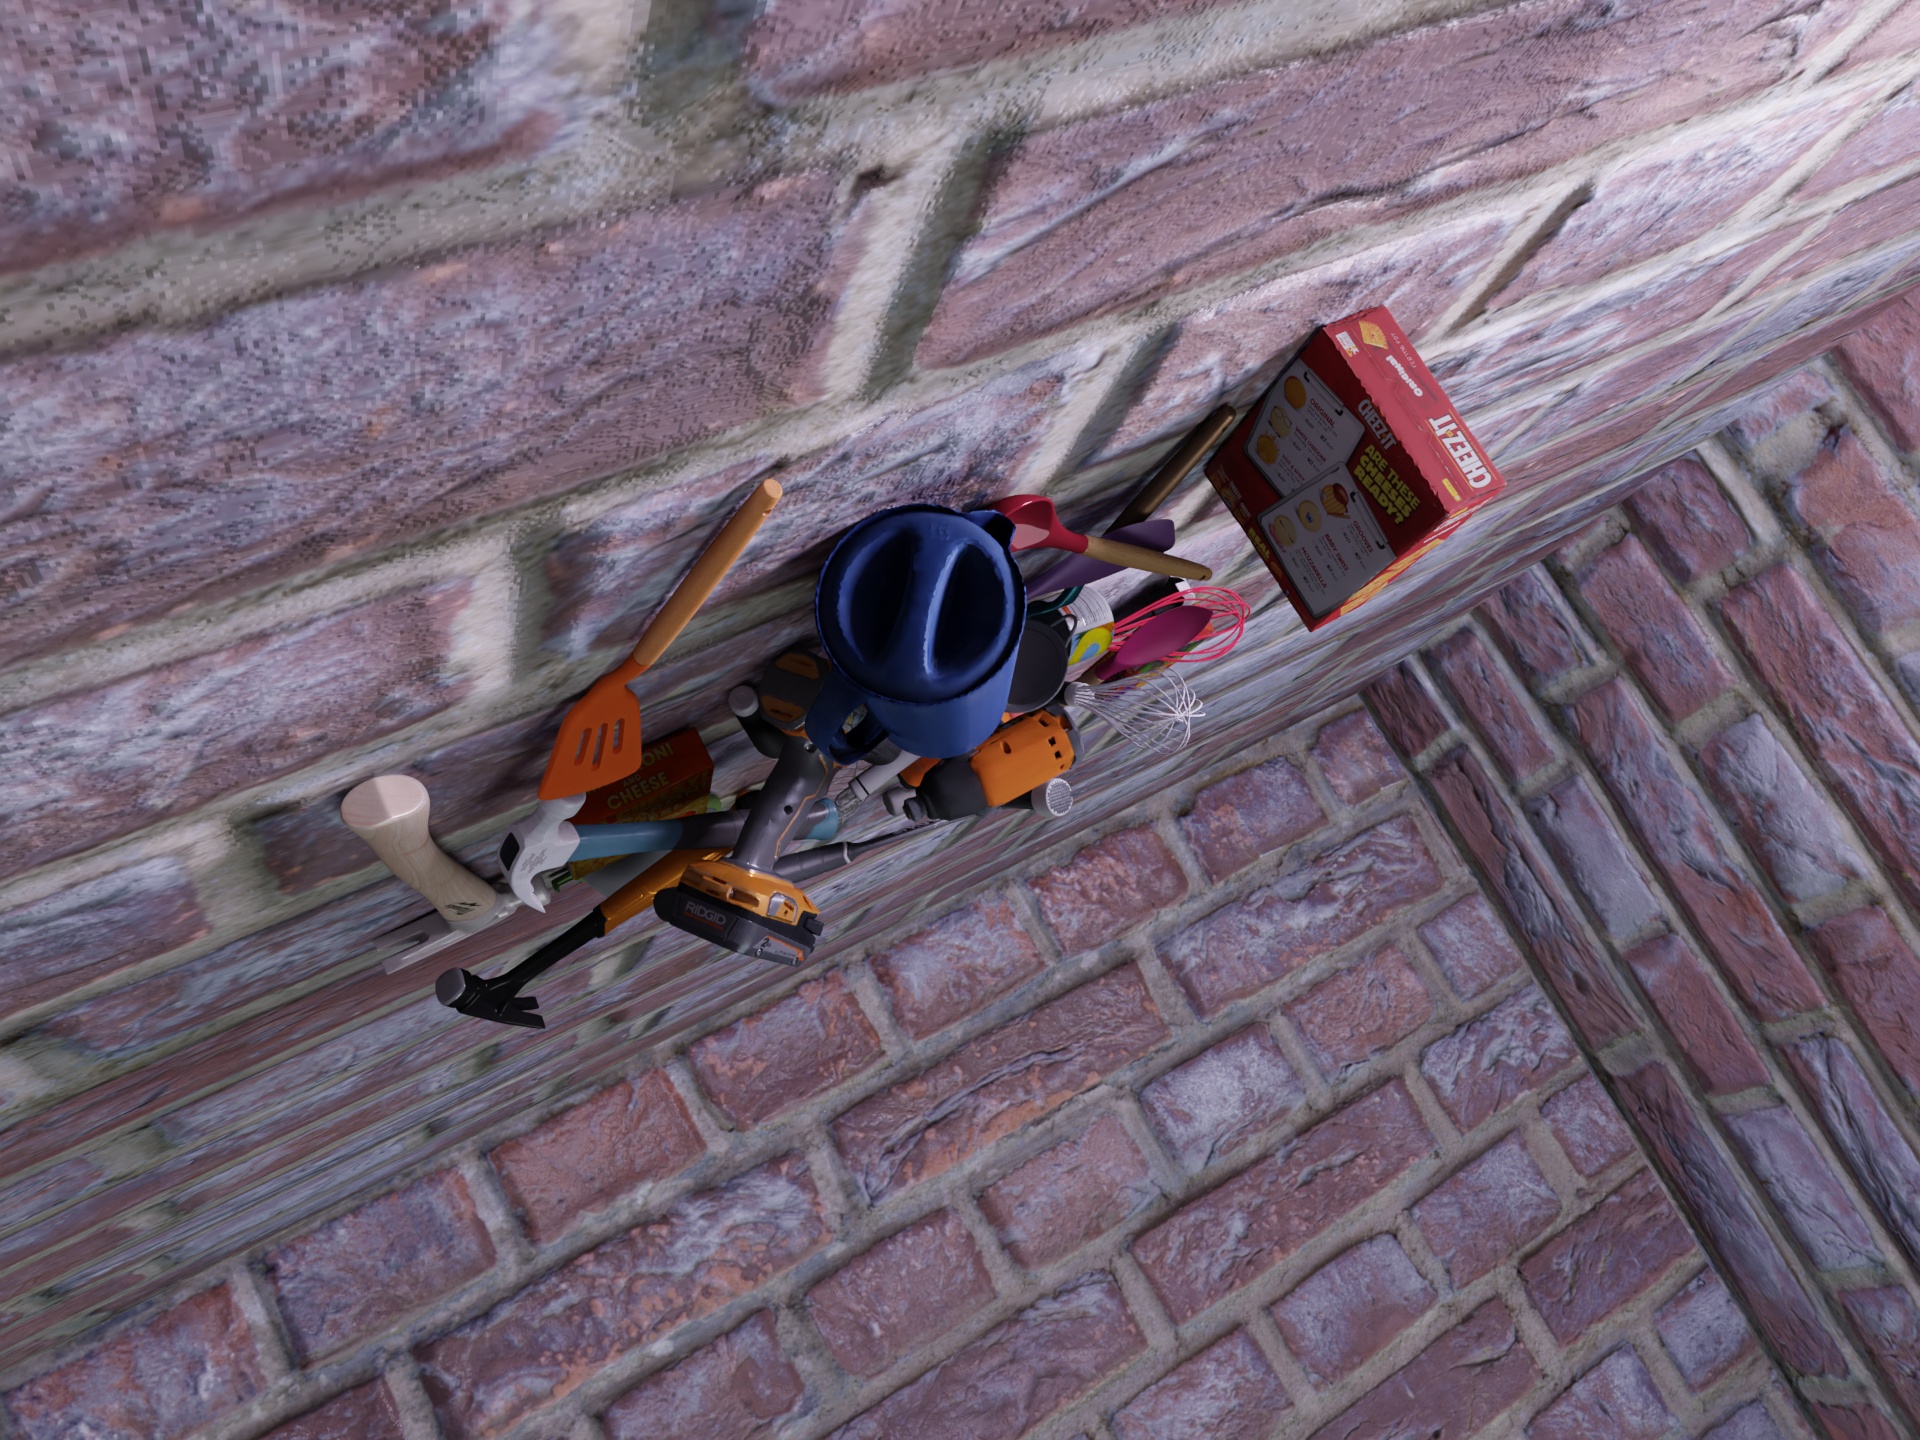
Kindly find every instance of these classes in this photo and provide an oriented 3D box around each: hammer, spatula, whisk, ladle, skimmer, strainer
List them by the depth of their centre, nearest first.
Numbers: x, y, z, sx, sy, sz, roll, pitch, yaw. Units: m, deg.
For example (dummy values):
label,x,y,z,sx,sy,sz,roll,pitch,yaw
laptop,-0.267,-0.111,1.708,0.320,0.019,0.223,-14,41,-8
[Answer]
label,x,y,z,sx,sy,sz,roll,pitch,yaw
spatula,-0.181,-0.044,0.977,0.081,0.041,0.322,-18,164,-42
hammer,-0.397,0.114,1.162,0.146,0.038,0.410,-25,168,-14
ladle,0.108,-0.131,1.210,0.069,0.031,0.315,-42,153,29
hammer,-0.213,0.087,1.235,0.331,0.033,0.128,-1,139,-52
spatula,0.025,-0.092,1.263,0.316,0.018,0.059,-23,151,-1
spatula,0.115,-0.154,1.285,0.082,0.044,0.317,-18,159,-43
strainer,-0.002,-0.004,1.361,0.258,0.087,0.050,-36,156,-5
whisk,0.119,-0.020,1.371,0.070,0.070,0.285,-25,-164,-21
skimmer,-0.151,0.019,1.371,0.127,0.090,0.363,-18,159,1
hammer,-0.292,0.166,1.392,0.337,0.034,0.127,-34,149,12
hammer,-0.092,0.113,1.431,0.409,0.036,0.149,-14,-174,-39
whisk,0.142,-0.077,1.509,0.295,0.073,0.073,-10,164,-16
strainer,-0.254,0.132,1.512,0.151,0.069,0.256,-34,167,21
hammer,0.089,-0.060,1.609,0.335,0.035,0.146,-28,170,-7
hammer,0.019,0.036,1.772,0.149,0.037,0.359,-25,175,-20

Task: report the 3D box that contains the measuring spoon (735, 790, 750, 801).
label,x,y,z,sx,sy,sz,roll,pitch,yaw
measuring spoon,-0.200,0.076,1.564,0.021,0.011,0.117,-29,173,6

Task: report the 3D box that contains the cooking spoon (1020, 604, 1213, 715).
label,x,y,z,sx,sy,sz,roll,pitch,yaw
cooking spoon,0.115,-0.033,1.507,0.068,0.017,0.319,9,148,-39

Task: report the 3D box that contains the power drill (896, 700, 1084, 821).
label,x,y,z,sx,sy,sz,roll,pitch,yaw
power drill,0.000,0.031,1.447,0.164,0.084,0.227,-27,-164,-13

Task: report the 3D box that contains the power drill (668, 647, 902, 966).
label,x,y,z,sx,sy,sz,roll,pitch,yaw
power drill,-0.122,0.072,1.234,0.226,0.084,0.185,-69,155,-6
